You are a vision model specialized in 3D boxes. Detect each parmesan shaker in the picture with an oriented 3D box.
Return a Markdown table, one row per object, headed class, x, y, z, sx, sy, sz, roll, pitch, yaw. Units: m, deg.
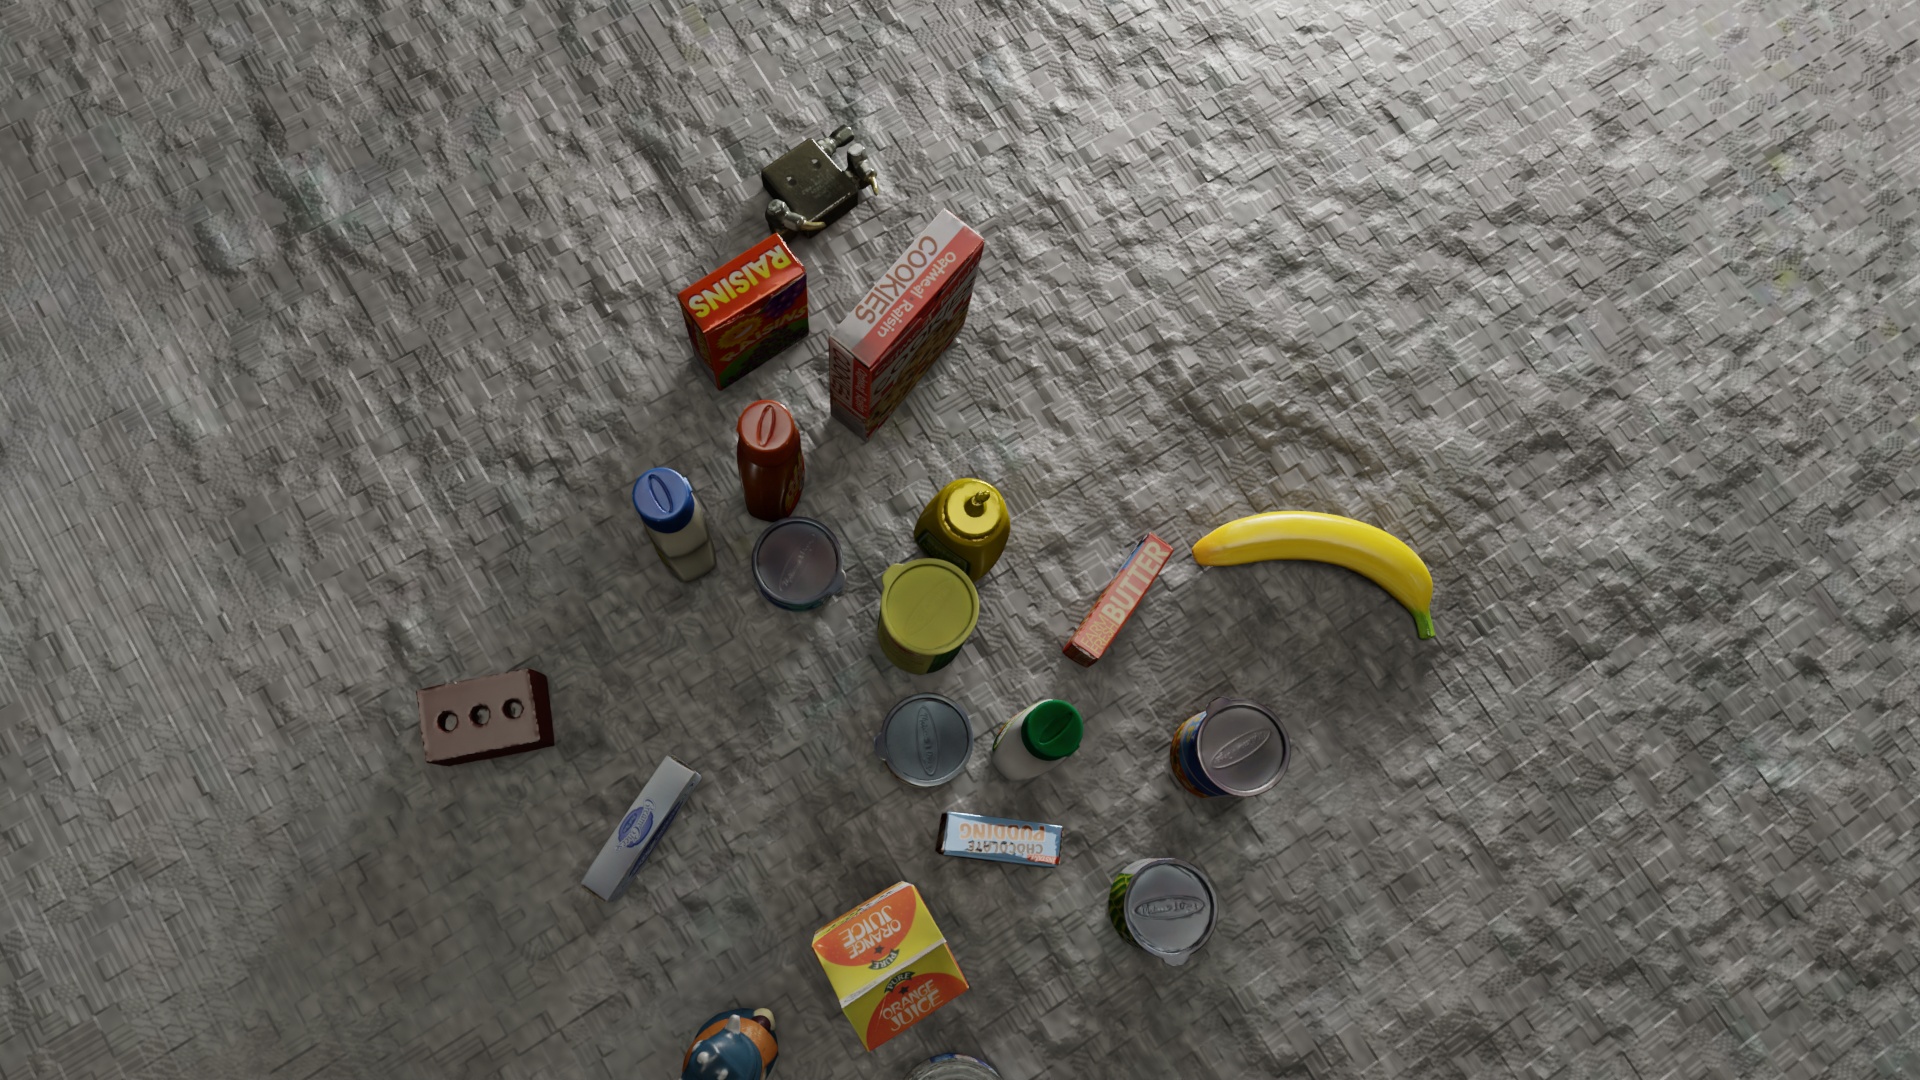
| class | x | y | z | sx | sy | sz | roll | pitch | yaw |
| --- | --- | --- | --- | --- | --- | --- | --- | --- | --- |
| parmesan shaker | -0.027 | 0.053 | 0.981 | 0.071 | 0.103 | 0.071 | 1 | 77 | -5 |

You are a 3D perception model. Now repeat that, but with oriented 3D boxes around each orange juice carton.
| class | x | y | z | sx | sy | sz | roll | pitch | yaw |
| --- | --- | --- | --- | --- | --- | --- | --- | --- | --- |
| orange juice carton | -0.046 | 0.267 | 0.882 | 0.072 | 0.192 | 0.073 | -29 | 81 | -11 |

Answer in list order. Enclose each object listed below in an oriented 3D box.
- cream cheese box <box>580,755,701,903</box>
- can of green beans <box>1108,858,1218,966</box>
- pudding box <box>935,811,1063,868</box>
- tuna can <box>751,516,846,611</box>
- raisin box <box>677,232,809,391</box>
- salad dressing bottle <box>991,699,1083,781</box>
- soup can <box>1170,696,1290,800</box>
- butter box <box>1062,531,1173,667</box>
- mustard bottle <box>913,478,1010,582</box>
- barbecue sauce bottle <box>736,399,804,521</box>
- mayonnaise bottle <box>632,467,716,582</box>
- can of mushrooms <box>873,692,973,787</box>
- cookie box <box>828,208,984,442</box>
| class | x | y | z | sx | sy | sz | roll | pitch | yaw |
| --- | --- | --- | --- | --- | --- | --- | --- | --- | --- |
| cream cheese box | -0.218 | 0.198 | 0.955 | 0.024 | 0.053 | 0.104 | 32 | 76 | 3 |
| can of green beans | 0.141 | 0.256 | 0.972 | 0.071 | 0.057 | 0.071 | 1 | 77 | -5 |
| pudding box | 0.027 | 0.211 | 0.976 | 0.084 | 0.049 | 0.030 | 8 | 77 | -3 |
| tuna can | -0.117 | 0.019 | 1.017 | 0.071 | 0.032 | 0.071 | 1 | 77 | -5 |
| raisin box | -0.155 | -0.163 | 1.009 | 0.086 | 0.123 | 0.040 | -34 | 82 | -11 |
| salad dressing bottle | 0.055 | 0.134 | 0.946 | 0.064 | 0.147 | 0.044 | -41 | 84 | -12 |
| soup can | 0.189 | 0.148 | 0.988 | 0.071 | 0.083 | 0.071 | 1 | 77 | -5 |
| butter box | 0.115 | 0.045 | 1.022 | 0.024 | 0.053 | 0.104 | 36 | 76 | 3 |
| mustard bottle | 0.003 | -0.012 | 0.970 | 0.065 | 0.160 | 0.049 | 37 | 77 | 4 |
| barbecue sauce bottle | -0.133 | -0.059 | 0.974 | 0.044 | 0.148 | 0.065 | 11 | 77 | -3 |
| mayonnaise bottle | -0.199 | -0.014 | 0.958 | 0.041 | 0.147 | 0.065 | -27 | 81 | -10 |
| can of mushrooms | -0.027 | 0.144 | 0.995 | 0.071 | 0.033 | 0.071 | 1 | 77 | -5 |
| cookie box | -0.041 | -0.149 | 0.994 | 0.040 | 0.167 | 0.123 | 38 | 77 | 4 |
